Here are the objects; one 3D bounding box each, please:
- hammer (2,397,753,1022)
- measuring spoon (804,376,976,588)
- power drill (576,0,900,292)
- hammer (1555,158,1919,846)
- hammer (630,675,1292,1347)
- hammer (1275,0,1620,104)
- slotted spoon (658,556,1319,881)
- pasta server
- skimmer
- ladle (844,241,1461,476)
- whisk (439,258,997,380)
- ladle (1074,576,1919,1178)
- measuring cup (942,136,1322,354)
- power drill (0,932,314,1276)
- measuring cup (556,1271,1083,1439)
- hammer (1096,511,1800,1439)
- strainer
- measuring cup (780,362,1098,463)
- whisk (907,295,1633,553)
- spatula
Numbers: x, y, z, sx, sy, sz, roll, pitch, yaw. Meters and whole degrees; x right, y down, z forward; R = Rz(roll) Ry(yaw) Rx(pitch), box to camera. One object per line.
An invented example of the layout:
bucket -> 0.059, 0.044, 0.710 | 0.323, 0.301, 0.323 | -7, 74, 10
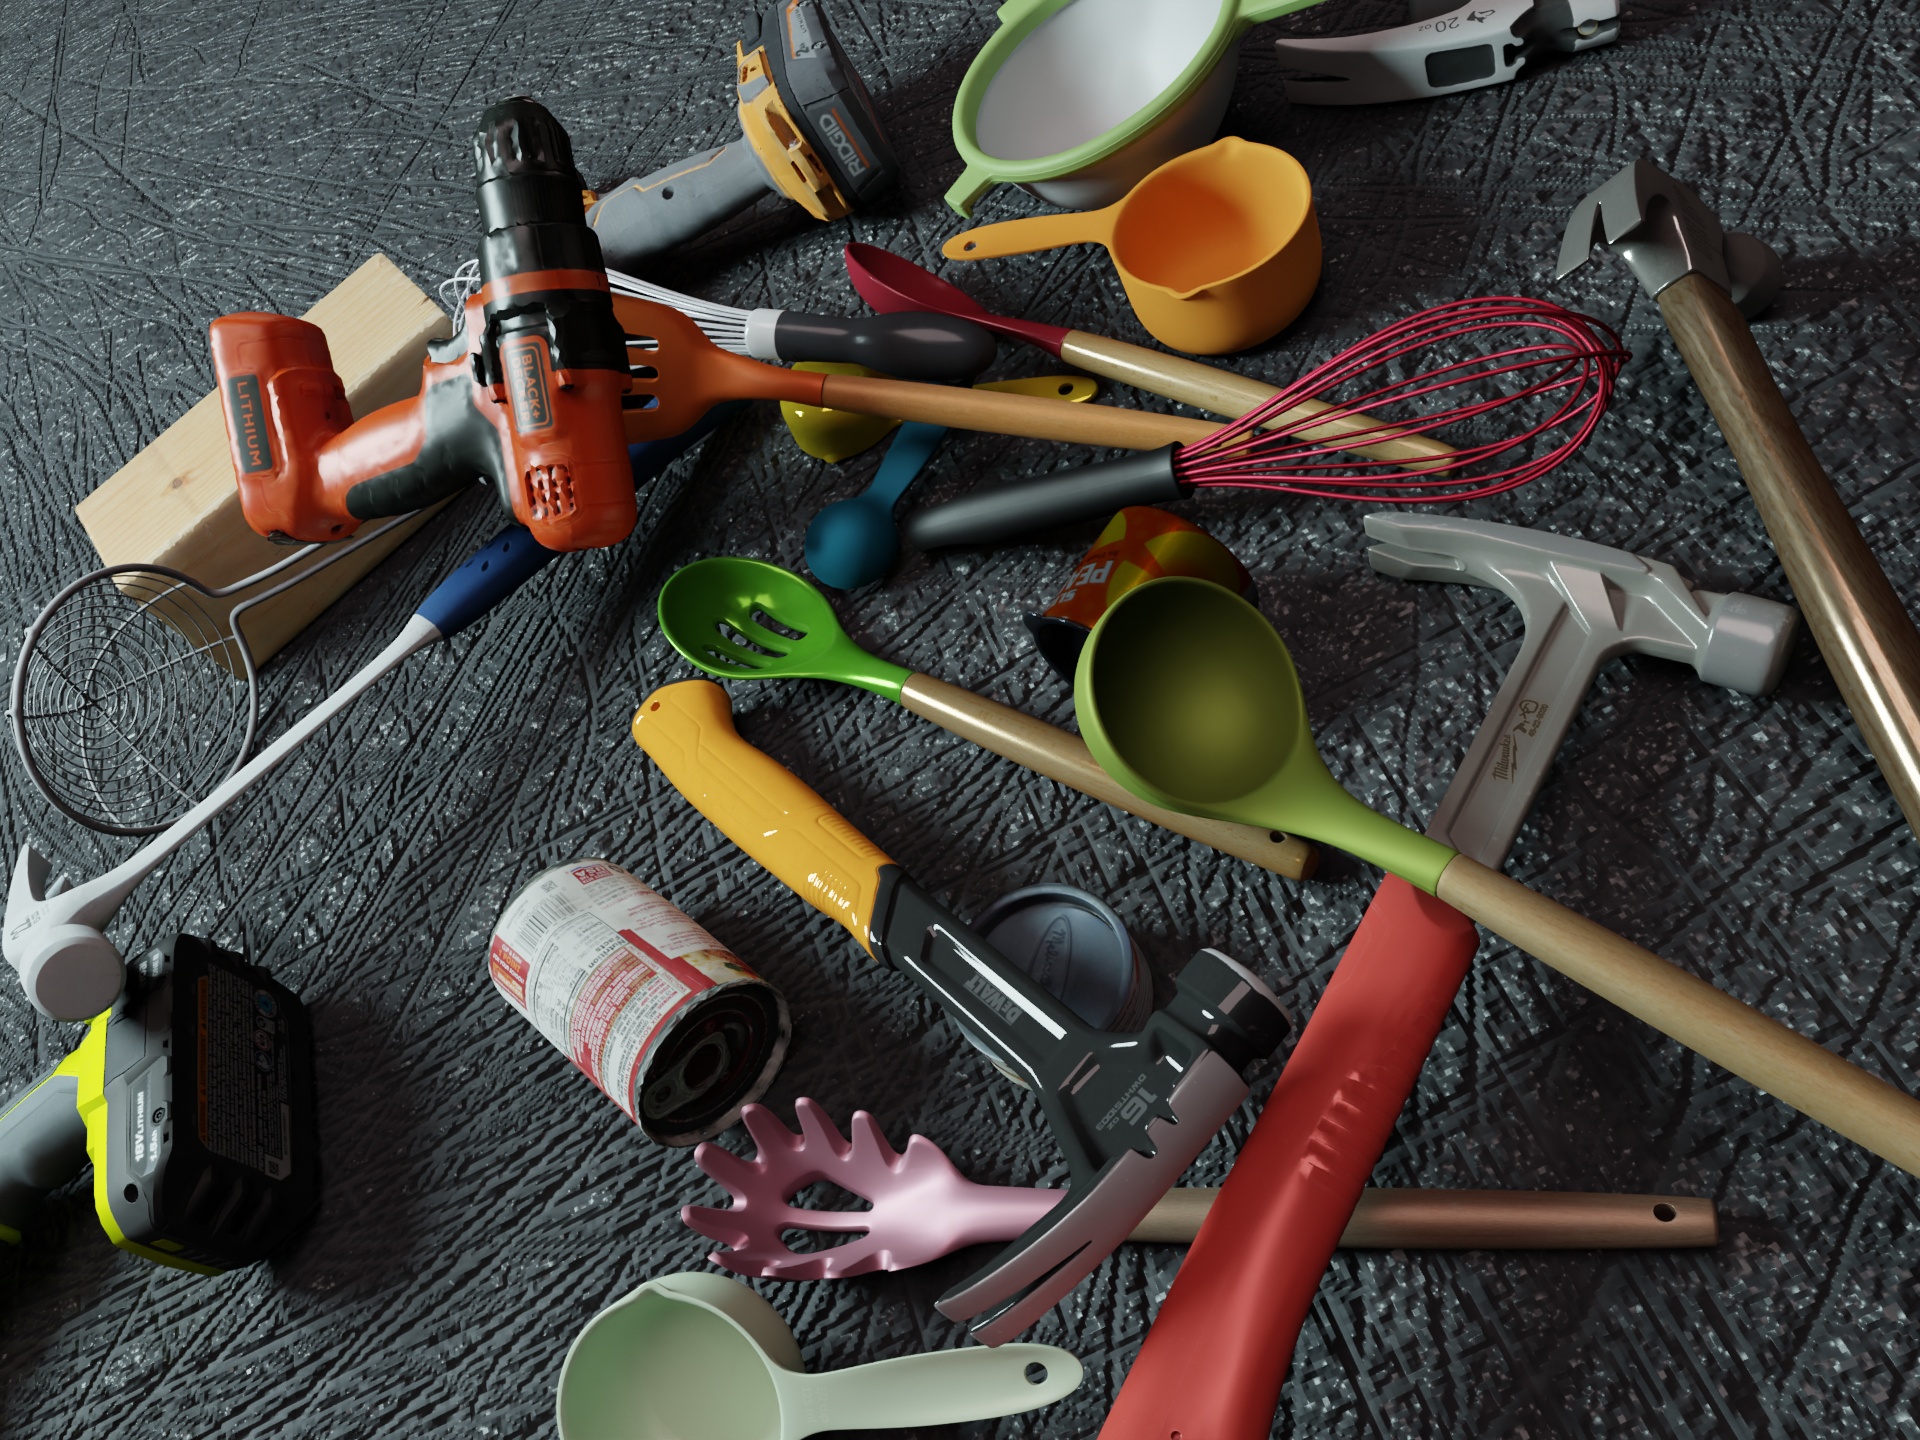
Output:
hammer -> -0.252, -0.036, 0.720 | 0.405, 0.035, 0.144 | -46, 32, -22
measuring spoon -> -0.028, -0.116, 0.703 | 0.042, 0.021, 0.129 | 26, 76, 18
power drill -> -0.156, -0.296, 0.866 | 0.226, 0.084, 0.186 | -29, 43, 12
hammer -> 0.272, -0.049, 0.499 | 0.031, 0.130, 0.332 | -38, 51, 41
hammer -> -0.041, 0.065, 0.562 | 0.127, 0.034, 0.337 | -47, 41, -8
hammer -> 0.227, -0.432, 0.805 | 0.146, 0.035, 0.335 | -9, 56, 18
slotted spoon -> -0.001, -0.002, 0.631 | 0.314, 0.031, 0.070 | 24, 50, 32
pasta server -> 0.062, 0.151, 0.495 | 0.316, 0.040, 0.060 | -6, 52, 20
skimmer -> -0.280, -0.082, 0.775 | 0.363, 0.127, 0.090 | -34, 42, -11
ladle -> 0.070, -0.158, 0.695 | 0.316, 0.069, 0.031 | 26, 112, 31
whisk -> -0.117, -0.182, 0.742 | 0.285, 0.070, 0.070 | 9, 63, 18
ladle -> 0.160, 0.048, 0.441 | 0.078, 0.062, 0.320 | -39, 51, -26
measuring cup -> 0.077, -0.204, 0.714 | 0.174, 0.052, 0.095 | 3, 60, 29
power drill -> -0.379, 0.205, 0.640 | 0.228, 0.080, 0.191 | -29, 50, 8
measuring cup -> -0.042, 0.206, 0.498 | 0.167, 0.038, 0.083 | -11, 87, 10
hammer -> 0.125, 0.078, 0.490 | 0.149, 0.036, 0.359 | 19, 62, 32
strainer -> 0.120, -0.301, 0.732 | 0.256, 0.069, 0.152 | -6, 56, 31
measuring cup -> -0.013, -0.154, 0.735 | 0.156, 0.029, 0.062 | 0, 59, 24
whisk -> 0.105, -0.102, 0.619 | 0.296, 0.073, 0.073 | -10, 55, 30
spatula -> -0.037, -0.137, 0.684 | 0.322, 0.081, 0.041 | 10, 21, 13
